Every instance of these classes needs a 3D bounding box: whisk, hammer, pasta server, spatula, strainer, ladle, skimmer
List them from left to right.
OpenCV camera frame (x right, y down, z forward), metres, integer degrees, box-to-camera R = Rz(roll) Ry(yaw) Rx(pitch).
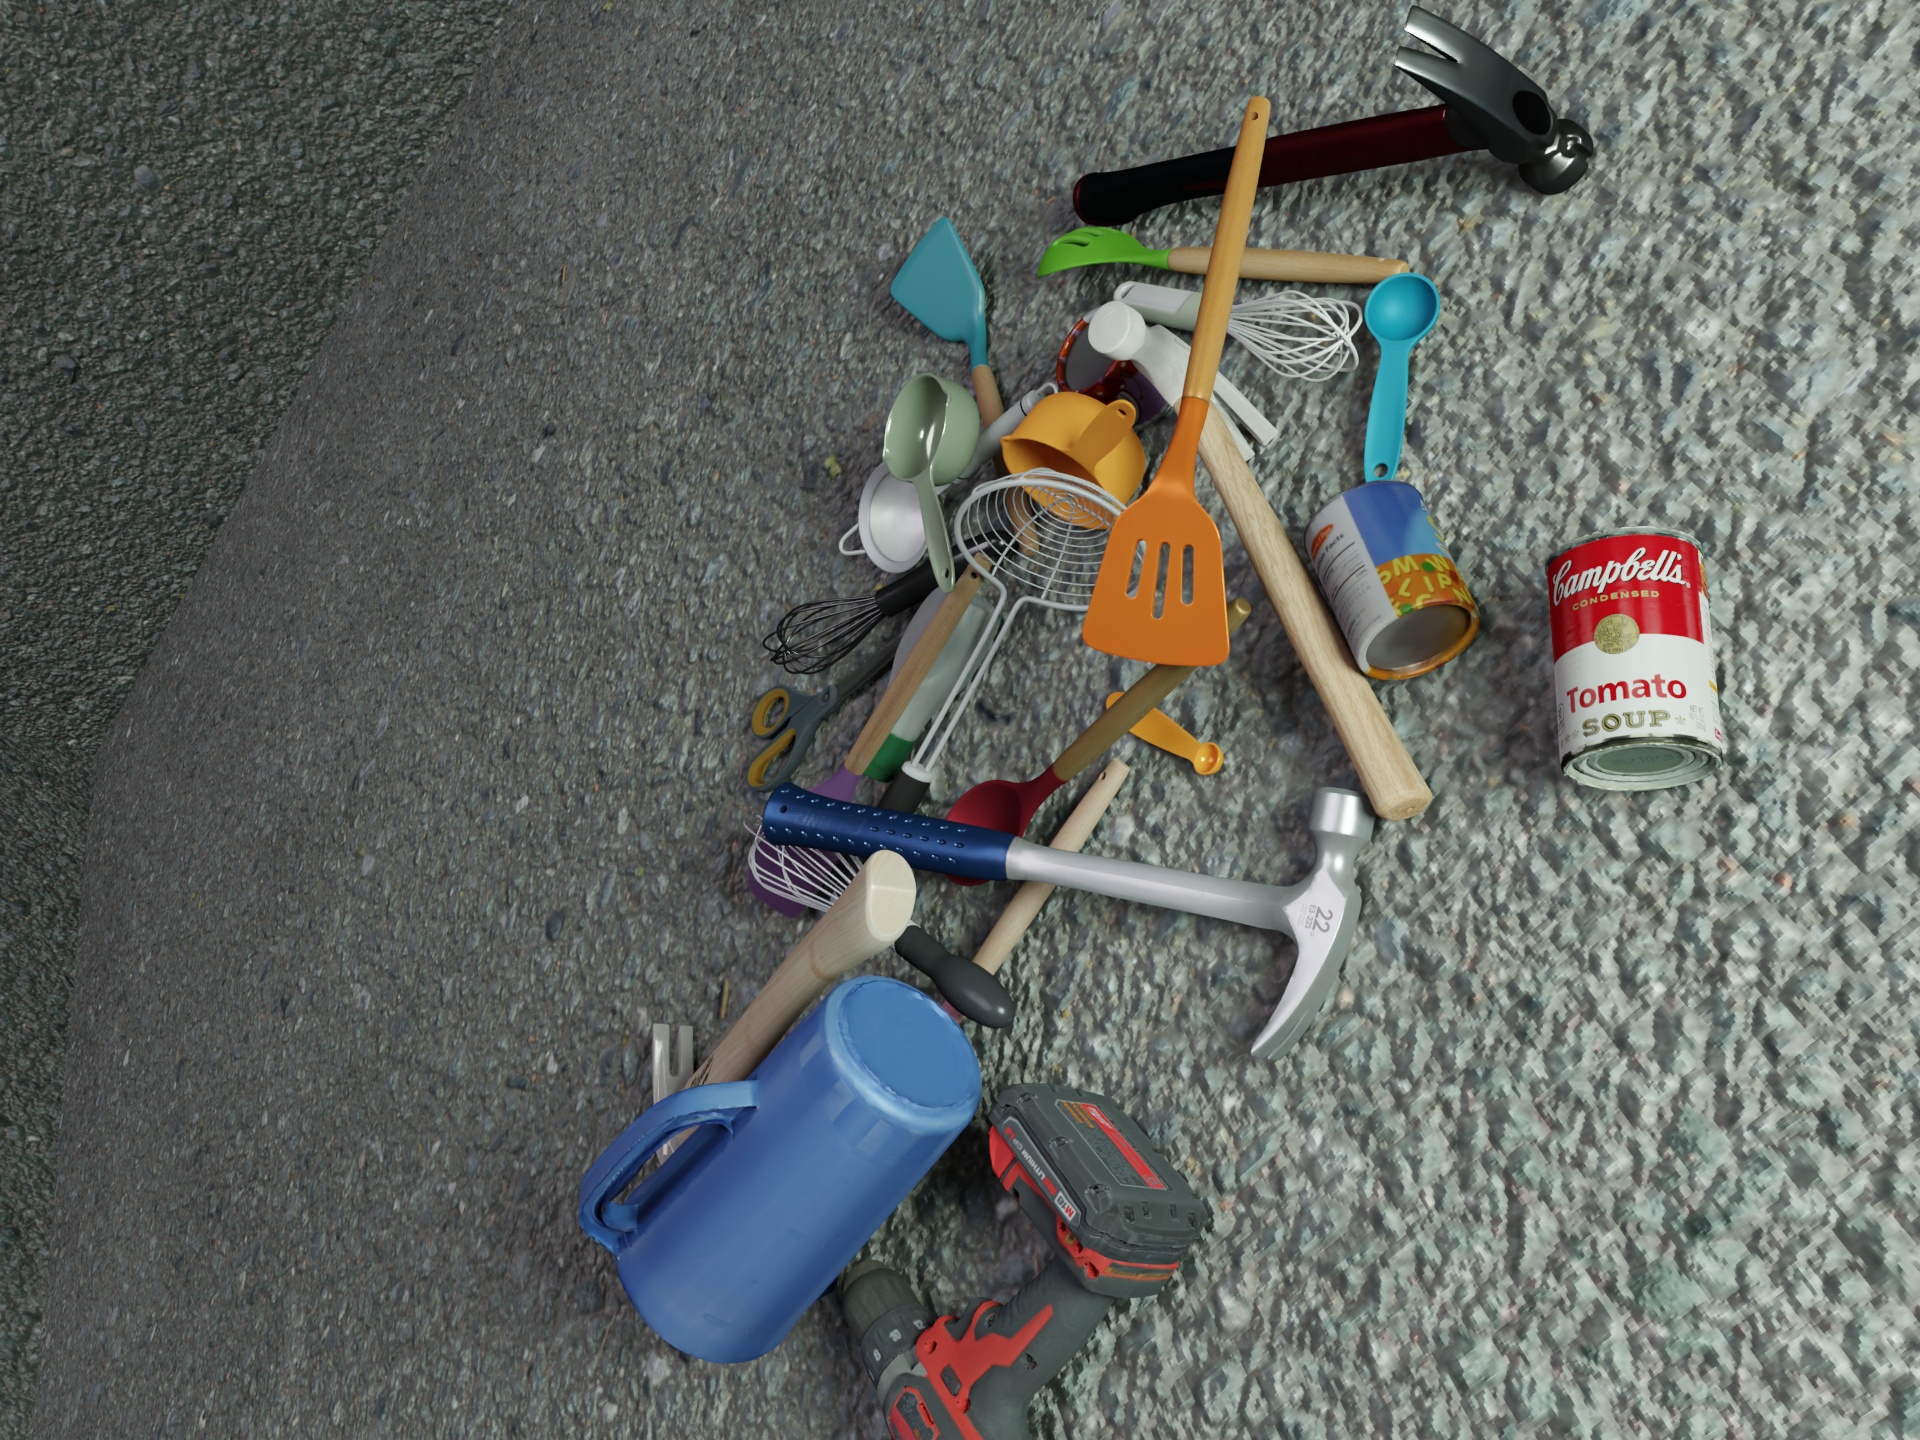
[{"bbox_3d":[-0.131,0.194,1.071,0.410,0.038,0.146,-51,38,45],"label":"hammer"},{"bbox_3d":[-0.065,0.013,1.114,0.315,0.060,0.018,-56,-1,22],"label":"spatula"},{"bbox_3d":[-0.057,0.126,1.034,0.285,0.070,0.070,31,98,46],"label":"whisk"},{"bbox_3d":[-0.057,-0.090,1.185,0.239,0.055,0.055,-24,55,34],"label":"whisk"},{"bbox_3d":[-0.005,-0.176,1.149,0.258,0.050,0.087,-31,71,51],"label":"strainer"},{"bbox_3d":[-0.002,-0.003,1.047,0.363,0.127,0.090,-61,12,20],"label":"skimmer"},{"bbox_3d":[0.011,-0.245,1.188,0.082,0.044,0.318,-45,44,36],"label":"spatula"},{"bbox_3d":[0.018,0.159,1.002,0.316,0.040,0.060,-57,39,8],"label":"pasta server"},{"bbox_3d":[0.038,0.088,0.932,0.406,0.035,0.144,7,79,38],"label":"hammer"},{"bbox_3d":[0.073,0.016,0.949,0.315,0.031,0.069,-46,44,47],"label":"ladle"},{"bbox_3d":[0.132,-0.189,0.858,0.081,0.041,0.323,9,76,21],"label":"spatula"},{"bbox_3d":[0.167,-0.254,1.003,0.058,0.059,0.247,-50,34,-3],"label":"whisk"},{"bbox_3d":[0.180,-0.348,0.971,0.386,0.143,0.038,17,89,57],"label":"hammer"},{"bbox_3d":[0.174,-0.091,0.879,0.031,0.130,0.332,-39,57,30],"label":"hammer"}]

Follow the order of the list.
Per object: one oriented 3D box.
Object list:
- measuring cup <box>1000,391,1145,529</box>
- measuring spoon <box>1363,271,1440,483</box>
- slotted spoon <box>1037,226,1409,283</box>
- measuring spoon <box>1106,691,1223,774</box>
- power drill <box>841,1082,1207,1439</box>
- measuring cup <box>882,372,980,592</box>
[{"bbox_3d":[0.087,-0.180,0.996,0.052,0.095,0.173,-54,5,-18],"label":"measuring cup"},{"bbox_3d":[0.246,-0.189,0.902,0.042,0.021,0.128,7,87,29],"label":"measuring spoon"},{"bbox_3d":[0.161,-0.301,1.038,0.314,0.070,0.031,23,135,48],"label":"slotted spoon"},{"bbox_3d":[0.123,0.007,0.962,0.117,0.011,0.021,36,102,55],"label":"measuring spoon"},{"bbox_3d":[0.019,0.313,0.888,0.188,0.080,0.226,43,110,51],"label":"power drill"},{"bbox_3d":[-0.010,-0.159,1.089,0.083,0.038,0.168,-35,57,45],"label":"measuring cup"}]
